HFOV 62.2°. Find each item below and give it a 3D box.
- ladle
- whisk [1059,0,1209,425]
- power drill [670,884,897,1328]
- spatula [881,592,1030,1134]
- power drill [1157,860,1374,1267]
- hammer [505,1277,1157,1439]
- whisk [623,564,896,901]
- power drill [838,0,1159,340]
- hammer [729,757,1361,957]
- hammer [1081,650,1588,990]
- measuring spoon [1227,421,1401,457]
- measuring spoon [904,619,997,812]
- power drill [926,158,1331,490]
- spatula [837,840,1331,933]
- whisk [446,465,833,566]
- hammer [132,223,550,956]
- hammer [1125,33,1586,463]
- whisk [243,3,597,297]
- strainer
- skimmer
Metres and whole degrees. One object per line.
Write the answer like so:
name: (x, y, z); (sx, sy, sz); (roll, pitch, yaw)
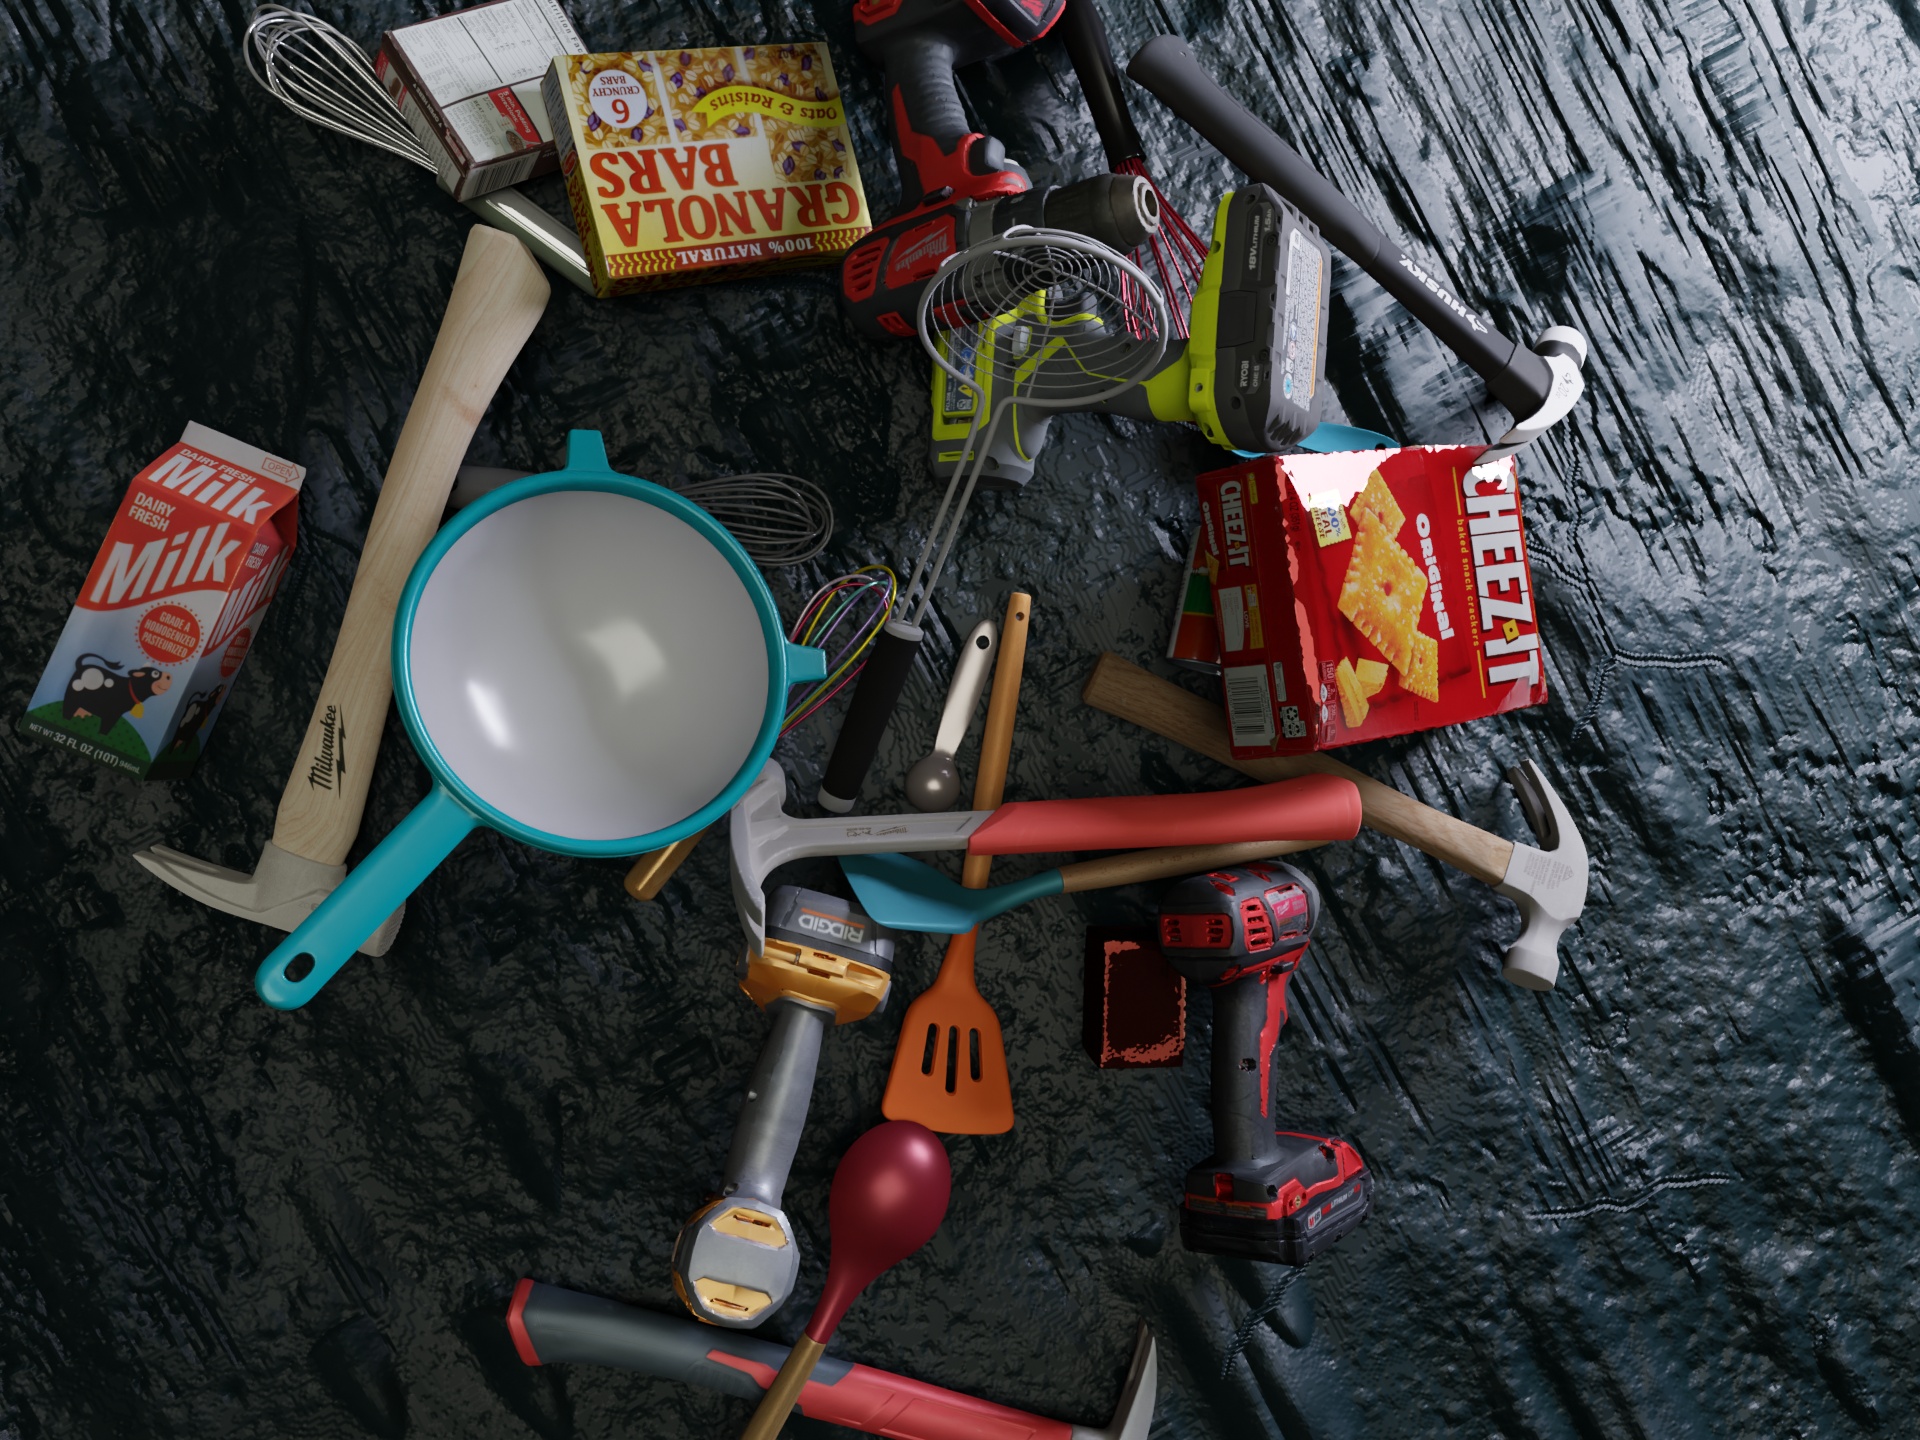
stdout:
ladle: (-0.097, 0.374, 0.910); (0.069, 0.031, 0.315); (29, 90, -8)
whisk: (0.107, -0.317, 0.958); (0.073, 0.073, 0.296); (-18, 87, -6)
power drill: (-0.108, 0.222, 0.895); (0.084, 0.185, 0.226); (17, 69, -7)
spatula: (0.014, 0.082, 0.955); (0.081, 0.041, 0.322); (9, 88, -11)
power drill: (0.180, 0.193, 0.937); (0.078, 0.143, 0.219); (-6, 90, 38)
hammer: (-0.074, 0.383, 0.947); (0.386, 0.038, 0.143); (18, 87, -7)
whisk: (-0.118, 0.006, 0.944); (0.047, 0.051, 0.245); (39, 90, 15)
power drill: (0.019, -0.332, 0.878); (0.188, 0.080, 0.227); (-8, 77, 33)
hammer: (0.052, 0.064, 0.886); (0.359, 0.149, 0.036); (-2, 121, -10)
hammer: (0.231, 0.039, 0.975); (0.331, 0.031, 0.130); (25, 70, -2)
measuring spoon: (0.215, -0.176, 0.994); (0.128, 0.021, 0.042); (7, 86, -16)
measuring spoon: (-0.002, -0.003, 0.964); (0.034, 0.018, 0.124); (19, 87, -6)
power drill: (0.085, -0.231, 0.898); (0.228, 0.080, 0.190); (3, 89, 33)
spatula: (0.083, 0.083, 0.938); (0.317, 0.082, 0.044); (-8, 124, -19)
whisk: (-0.193, -0.127, 0.928); (0.239, 0.055, 0.055); (6, 90, -2)
hammer: (-0.331, -0.080, 0.895); (0.146, 0.038, 0.410); (19, 94, -5)
hammer: (0.233, -0.286, 0.946); (0.334, 0.035, 0.146); (39, 48, -5)
whisk: (-0.300, -0.323, 0.915); (0.246, 0.059, 0.058); (35, 59, -10)
strainer: (-0.246, 0.020, 0.858); (0.211, 0.095, 0.340); (44, 67, -11)
skimmer: (-0.006, -0.090, 0.859); (0.127, 0.090, 0.363); (16, 114, -18)
